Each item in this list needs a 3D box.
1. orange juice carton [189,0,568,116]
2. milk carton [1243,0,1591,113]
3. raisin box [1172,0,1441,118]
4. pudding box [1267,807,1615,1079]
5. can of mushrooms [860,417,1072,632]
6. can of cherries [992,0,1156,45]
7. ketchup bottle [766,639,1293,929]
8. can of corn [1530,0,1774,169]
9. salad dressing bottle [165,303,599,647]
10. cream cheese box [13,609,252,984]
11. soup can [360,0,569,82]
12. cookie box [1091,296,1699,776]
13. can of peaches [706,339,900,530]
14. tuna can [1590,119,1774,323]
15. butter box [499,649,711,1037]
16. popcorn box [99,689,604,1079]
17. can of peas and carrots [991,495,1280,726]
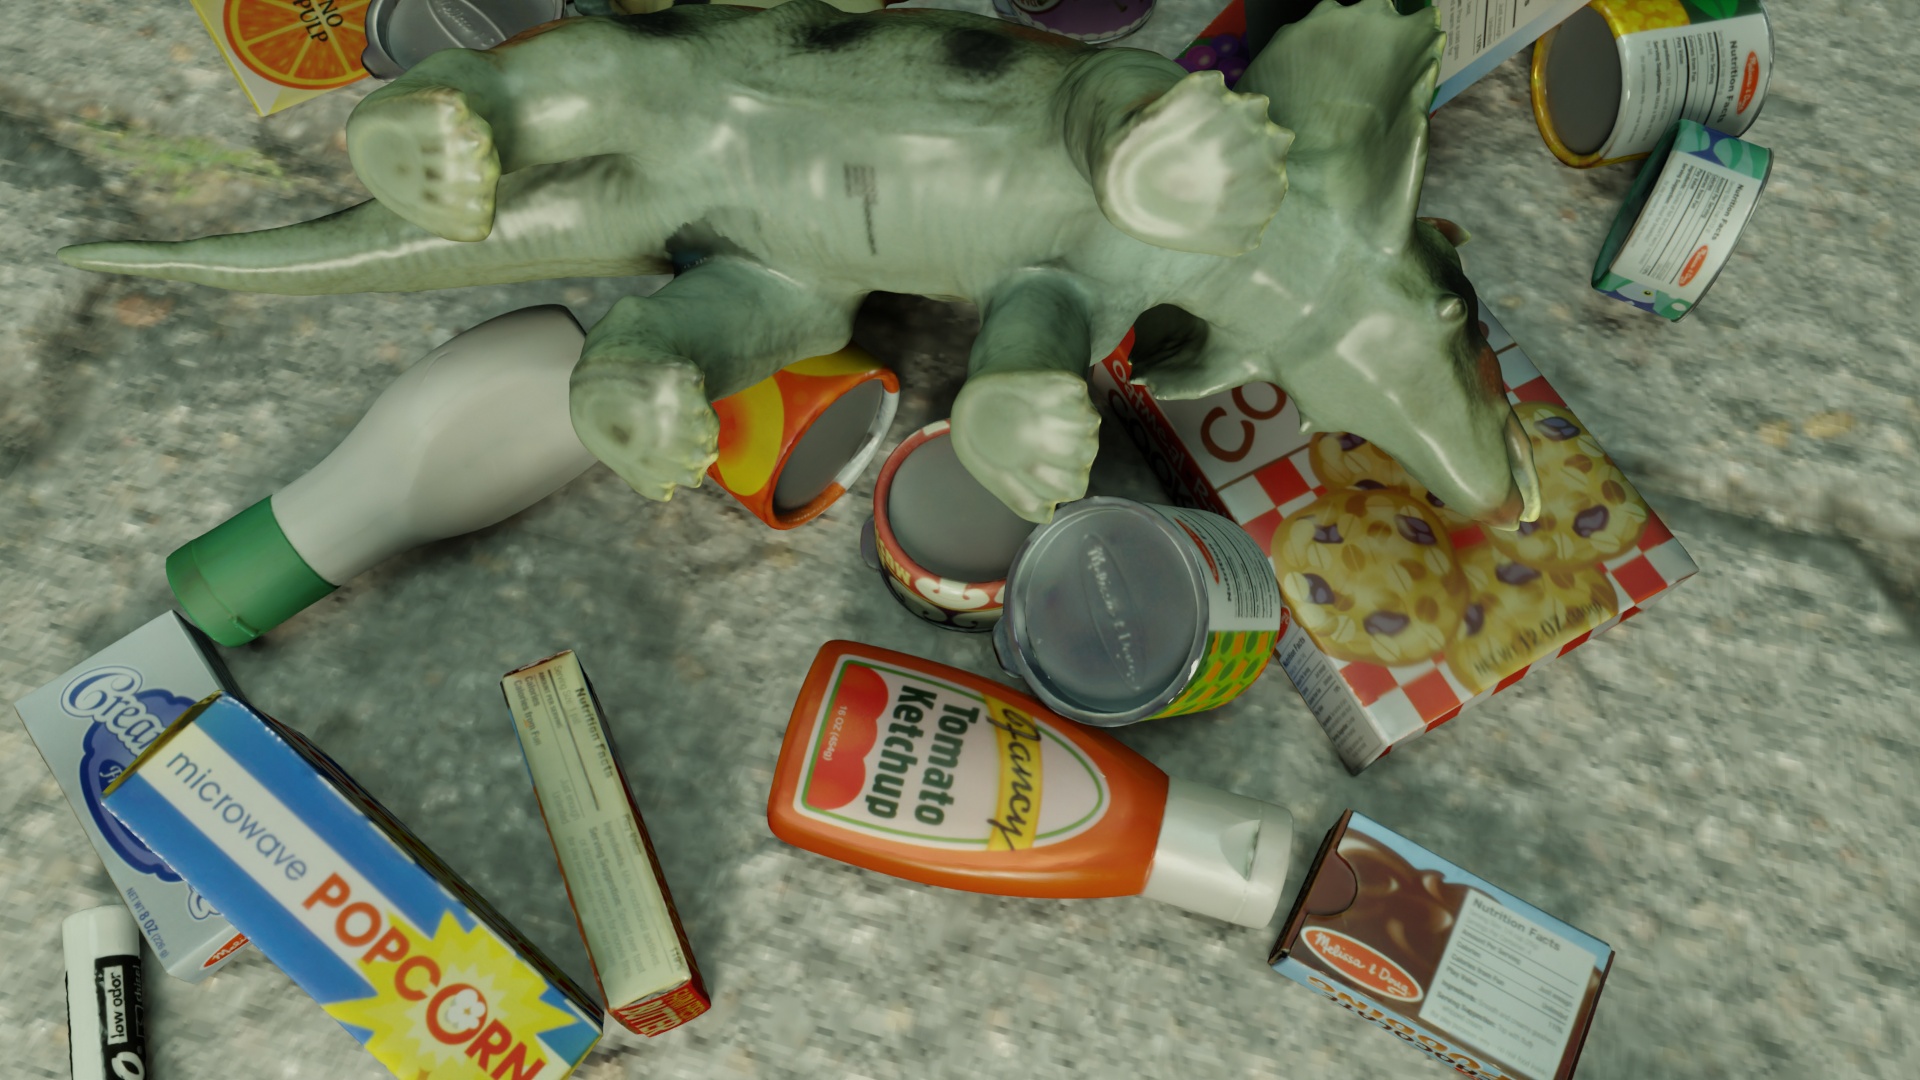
[{"bbox_3d":[-0.211,-0.251,0.552,0.193,0.072,0.072,-28,68,-14],"label":"orange juice carton"},{"bbox_3d":[0.193,-0.230,0.495,0.191,0.073,0.072,-36,49,-16],"label":"milk carton"},{"bbox_3d":[0.145,-0.188,0.547,0.086,0.040,0.124,36,68,15],"label":"raisin box"},{"bbox_3d":[0.138,0.120,0.403,0.084,0.030,0.050,27,68,12],"label":"pudding box"},{"bbox_3d":[0.002,-0.006,0.460,0.071,0.033,0.071,1,65,-1],"label":"can of mushrooms"},{"bbox_3d":[0.049,-0.245,0.562,0.071,0.058,0.072,1,64,-1],"label":"can of cherries"},{"bbox_3d":[0.021,0.078,0.414,0.149,0.043,0.065,15,68,5],"label":"ketchup bottle"},{"bbox_3d":[0.261,-0.180,0.532,0.058,0.071,0.071,-11,65,-6],"label":"can of corn"},{"bbox_3d":[-0.180,-0.020,0.450,0.148,0.064,0.044,-33,58,-8],"label":"salad dressing bottle"},{"bbox_3d":[-0.235,0.075,0.421,0.053,0.024,0.104,-36,70,-18],"label":"cream cheese box"},{"bbox_3d":[-0.169,-0.159,0.502,0.071,0.083,0.071,0,64,0],"label":"soup can"},{"bbox_3d":[0.139,-0.025,0.468,0.123,0.040,0.168,-26,68,-13],"label":"cookie box"},{"bbox_3d":[-0.063,-0.045,0.458,0.058,0.071,0.071,39,70,15],"label":"can of peaches"},{"bbox_3d":[0.259,-0.116,0.501,0.033,0.070,0.071,25,67,12],"label":"tuna can"},{"bbox_3d":[-0.103,0.088,0.401,0.024,0.053,0.104,-21,67,-14],"label":"butter box"},{"bbox_3d":[-0.151,0.099,0.361,0.127,0.085,0.038,42,69,0],"label":"popcorn box"},{"bbox_3d":[0.054,0.022,0.420,0.071,0.059,0.071,-2,86,34],"label":"can of peas and carrots"}]
